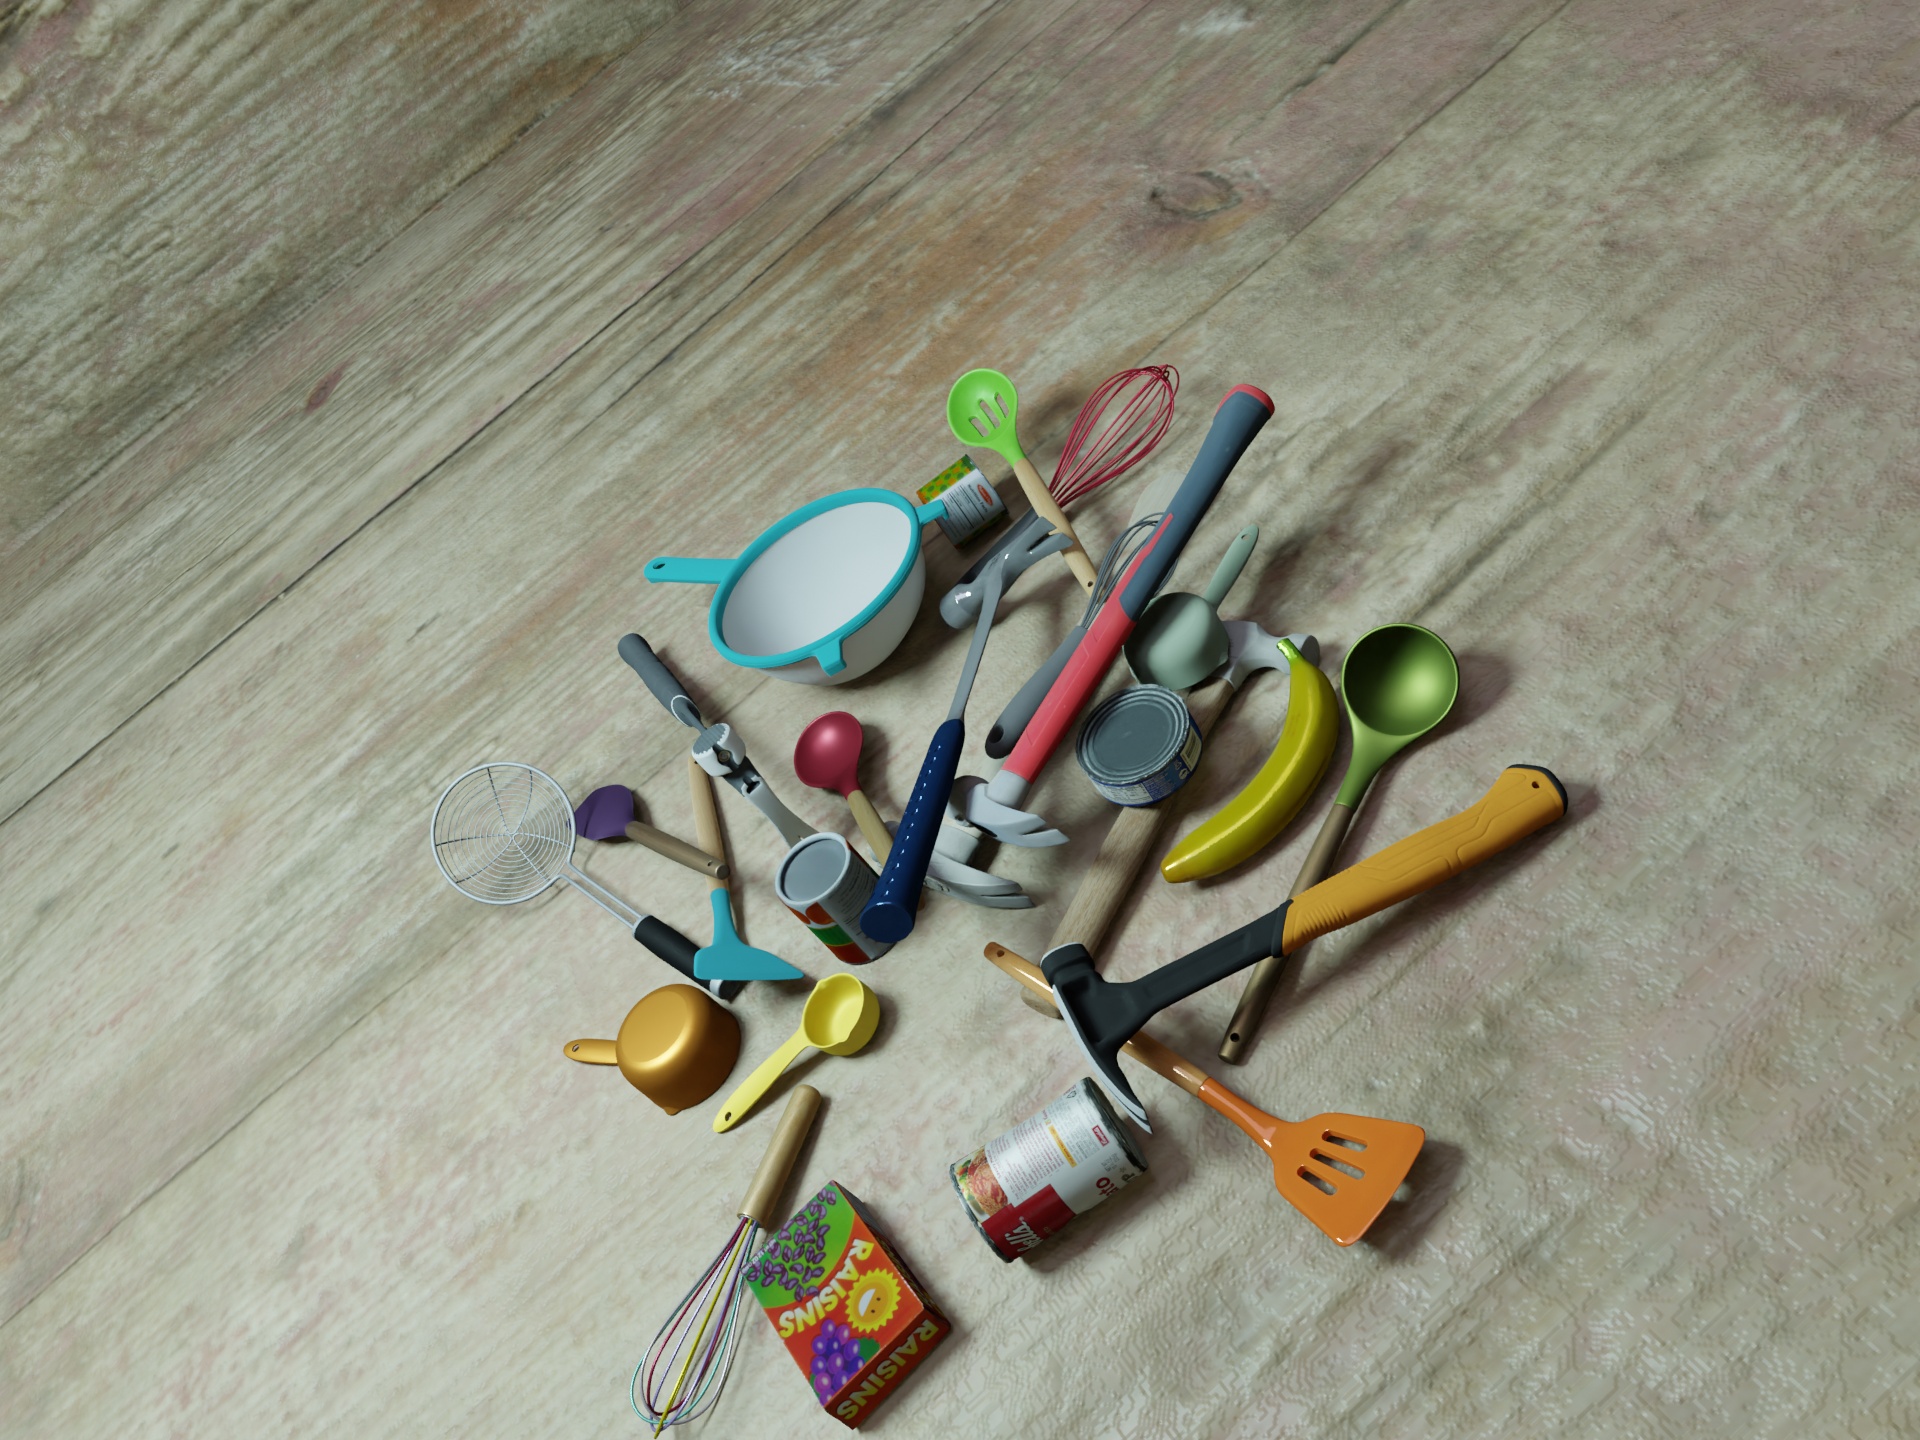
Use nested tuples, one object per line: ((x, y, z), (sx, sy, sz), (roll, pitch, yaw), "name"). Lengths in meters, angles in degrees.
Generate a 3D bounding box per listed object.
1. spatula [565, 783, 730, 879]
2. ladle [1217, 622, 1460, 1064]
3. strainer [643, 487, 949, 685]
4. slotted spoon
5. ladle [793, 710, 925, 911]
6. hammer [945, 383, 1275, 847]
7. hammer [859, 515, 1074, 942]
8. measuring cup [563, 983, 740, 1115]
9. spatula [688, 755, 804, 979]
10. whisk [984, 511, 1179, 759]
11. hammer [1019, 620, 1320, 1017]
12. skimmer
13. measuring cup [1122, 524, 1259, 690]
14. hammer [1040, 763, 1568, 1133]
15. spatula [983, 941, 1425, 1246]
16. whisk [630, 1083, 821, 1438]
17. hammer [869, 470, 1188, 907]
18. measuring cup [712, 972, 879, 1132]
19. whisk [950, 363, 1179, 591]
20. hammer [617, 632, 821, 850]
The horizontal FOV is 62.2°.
((-0.266, 0.095, 1.347), (0.060, 0.018, 0.316), (-51, 30, -16), "spatula")
((0.237, 0.074, 1.028), (0.078, 0.062, 0.320), (21, 68, 23), "ladle")
((-0.157, -0.107, 1.443), (0.340, 0.095, 0.211), (7, 55, 42), "strainer")
((0.060, -0.201, 1.354), (0.070, 0.031, 0.314), (-40, 46, 16), "slotted spoon")
((-0.073, 0.069, 1.217), (0.069, 0.031, 0.316), (-45, 27, 3), "ladle")
((0.126, -0.081, 1.136), (0.386, 0.038, 0.143), (-57, 23, -11), "hammer")
((-0.002, -0.004, 1.173), (0.144, 0.035, 0.406), (-39, 22, 38), "hammer")
((-0.252, 0.244, 1.216), (0.174, 0.052, 0.095), (-4, 51, 30), "measuring cup")
((-0.196, 0.117, 1.300), (0.082, 0.044, 0.318), (3, 34, -19), "spatula")
((0.093, -0.066, 1.213), (0.055, 0.055, 0.239), (27, 74, 46), "whisk")
((0.131, 0.062, 1.131), (0.130, 0.031, 0.331), (11, 60, 41), "hammer")
((-0.316, 0.139, 1.324), (0.364, 0.090, 0.127), (24, 78, 43), "skimmer")
((0.178, -0.096, 1.189), (0.083, 0.038, 0.168), (11, 59, 42), "measuring cup")
((0.222, 0.122, 0.967), (0.337, 0.034, 0.127), (-27, 49, -4), "hammer")
((0.129, 0.208, 0.974), (0.323, 0.041, 0.081), (27, 68, 38), "spatula")
((-0.150, 0.354, 1.057), (0.051, 0.047, 0.245), (6, 52, 25), "whisk")
((0.092, -0.036, 1.245), (0.146, 0.038, 0.411), (15, 62, 41), "hammer")
((-0.118, 0.247, 1.149), (0.156, 0.029, 0.062), (-45, 40, 9), "measuring cup")
((0.088, -0.198, 1.385), (0.296, 0.073, 0.073), (-48, 42, -2), "whisk")
((-0.230, 0.001, 1.393), (0.036, 0.149, 0.409), (-42, 32, -6), "hammer")
